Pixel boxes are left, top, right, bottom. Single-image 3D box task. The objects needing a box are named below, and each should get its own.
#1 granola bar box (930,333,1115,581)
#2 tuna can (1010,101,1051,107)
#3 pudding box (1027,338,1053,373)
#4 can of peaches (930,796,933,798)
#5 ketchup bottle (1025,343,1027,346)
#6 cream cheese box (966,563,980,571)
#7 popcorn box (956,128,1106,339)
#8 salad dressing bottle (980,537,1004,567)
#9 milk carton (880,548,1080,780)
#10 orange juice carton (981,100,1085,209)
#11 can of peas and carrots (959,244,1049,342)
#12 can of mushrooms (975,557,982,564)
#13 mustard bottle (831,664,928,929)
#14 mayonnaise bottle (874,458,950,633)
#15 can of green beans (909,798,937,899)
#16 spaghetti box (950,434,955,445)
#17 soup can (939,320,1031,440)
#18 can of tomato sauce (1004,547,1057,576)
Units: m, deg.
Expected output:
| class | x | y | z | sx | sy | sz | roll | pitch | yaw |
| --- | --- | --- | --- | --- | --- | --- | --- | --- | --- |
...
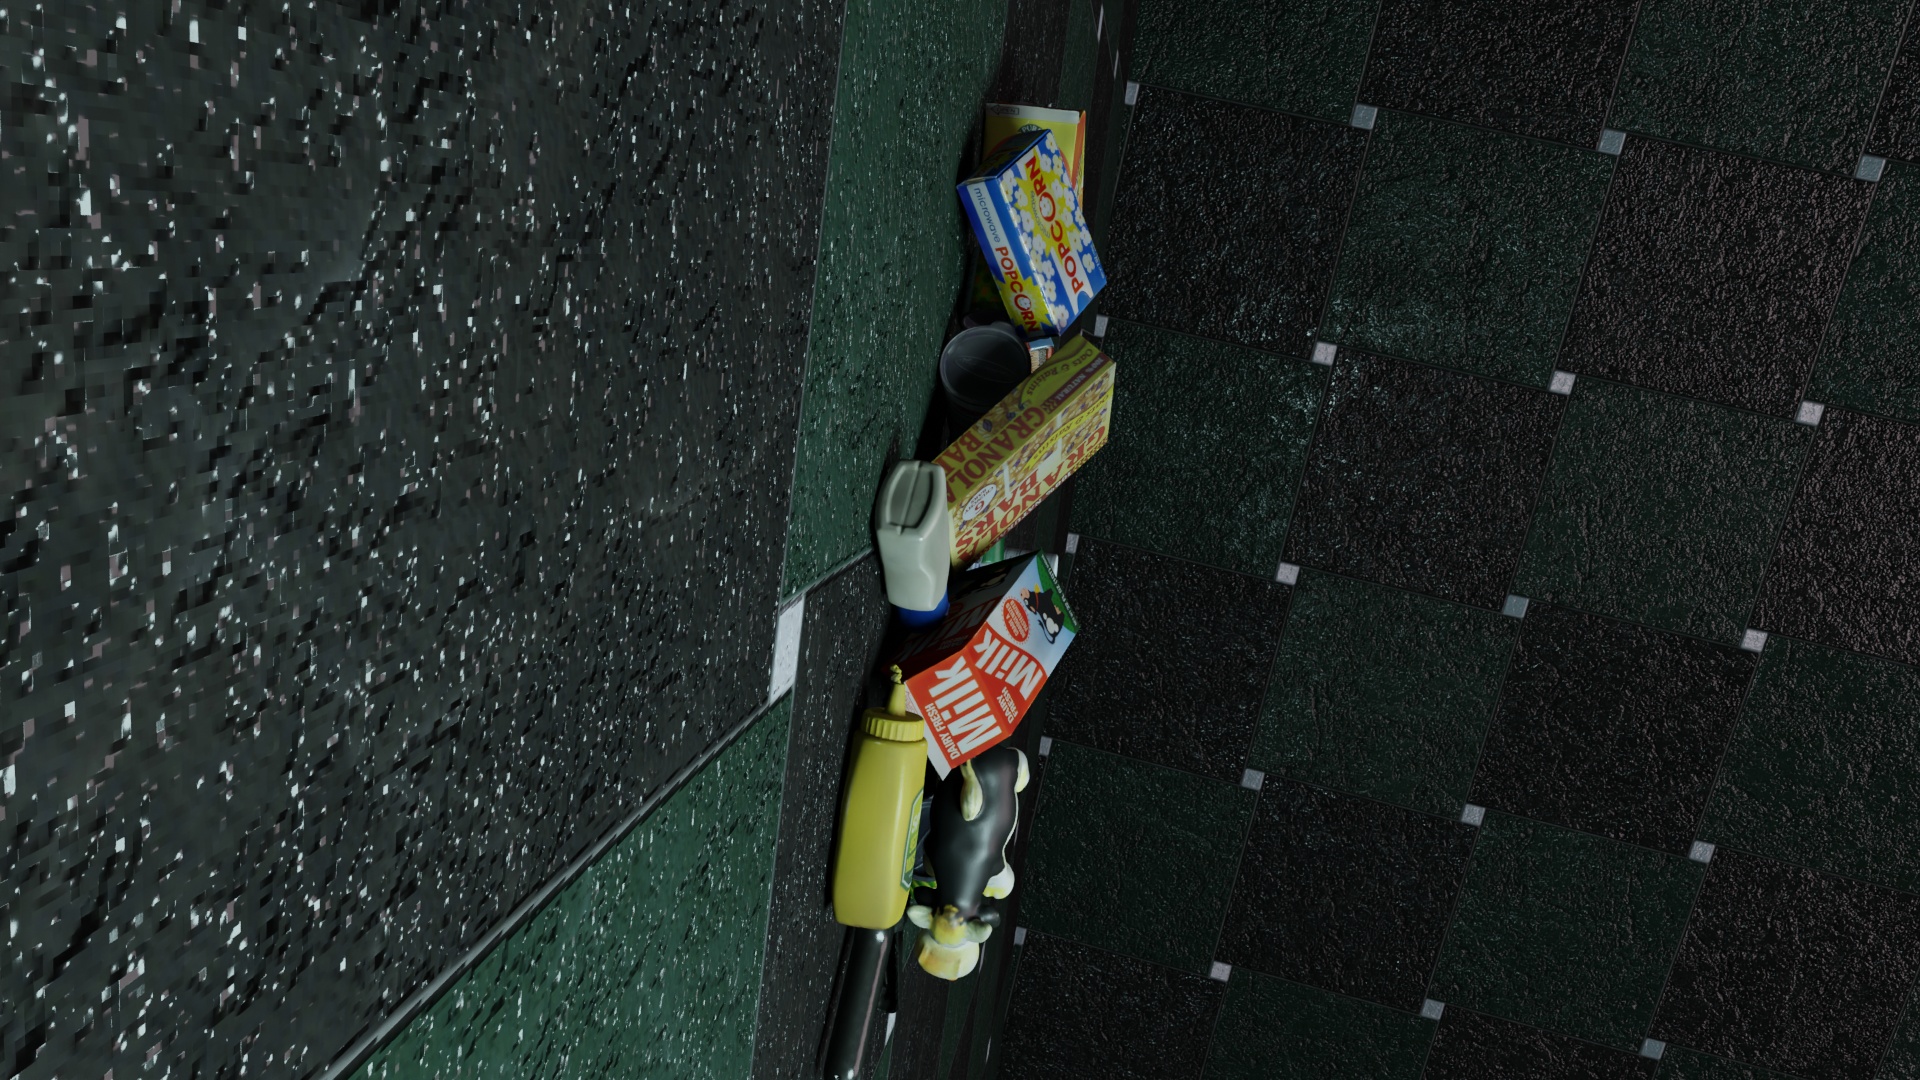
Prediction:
| class | x | y | z | sx | sy | sz | roll | pitch | yaw |
| --- | --- | --- | --- | --- | --- | --- | --- | --- | --- |
| granola bar box | 0.039 | -0.058 | 1.004 | 0.166 | 0.039 | 0.123 | -42 | 161 | -14 |
| tuna can | 0.057 | -0.343 | 1.187 | 0.071 | 0.033 | 0.071 | 5 | 93 | -83 |
| pudding box | 0.058 | -0.187 | 1.263 | 0.049 | 0.030 | 0.084 | 88 | -14 | -54 |
| can of peaches | -0.004 | 0.223 | 1.226 | 0.058 | 0.071 | 0.071 | -52 | 150 | -76 |
| ketchup bottle | 0.038 | -0.121 | 1.242 | 0.148 | 0.043 | 0.065 | 87 | 6 | -57 |
| cream cheese box | 0.004 | 0.018 | 1.213 | 0.053 | 0.024 | 0.103 | 17 | 81 | -81 |
| popcorn box | 0.054 | -0.220 | 1.002 | 0.085 | 0.038 | 0.126 | -51 | 127 | -41 |
| salad dressing bottle | 0.021 | 0.056 | 1.266 | 0.044 | 0.064 | 0.147 | 3 | 87 | -64 |
| milk carton | 0.010 | 0.085 | 0.967 | 0.072 | 0.073 | 0.191 | 63 | 33 | -15 |
| orange juice carton | 0.059 | -0.286 | 1.114 | 0.192 | 0.072 | 0.073 | 80 | 19 | -68 |
| can of peas and carrots | 0.039 | -0.190 | 1.067 | 0.071 | 0.071 | 0.059 | 67 | 32 | -77 |
| can of mushrooms | 0.004 | -0.014 | 1.141 | 0.071 | 0.033 | 0.071 | 5 | 93 | -83 |
| mustard bottle | -0.048 | 0.157 | 0.864 | 0.065 | 0.049 | 0.160 | -29 | 127 | -83 |
| mayonnaise bottle | -0.028 | 0.012 | 0.892 | 0.147 | 0.041 | 0.065 | 88 | 14 | -59 |
| can of green beans | -0.023 | 0.243 | 1.085 | 0.057 | 0.071 | 0.071 | 88 | 13 | -58 |
| spaghetti box | 0.029 | -0.059 | 1.220 | 0.250 | 0.050 | 0.028 | 43 | 55 | -81 |
| soup can | 0.021 | -0.112 | 1.029 | 0.083 | 0.071 | 0.071 | 82 | 17 | -67 |
| can of tomato sauce | 0.050 | 0.042 | 1.363 | 0.071 | 0.083 | 0.071 | 5 | 93 | -83 |
